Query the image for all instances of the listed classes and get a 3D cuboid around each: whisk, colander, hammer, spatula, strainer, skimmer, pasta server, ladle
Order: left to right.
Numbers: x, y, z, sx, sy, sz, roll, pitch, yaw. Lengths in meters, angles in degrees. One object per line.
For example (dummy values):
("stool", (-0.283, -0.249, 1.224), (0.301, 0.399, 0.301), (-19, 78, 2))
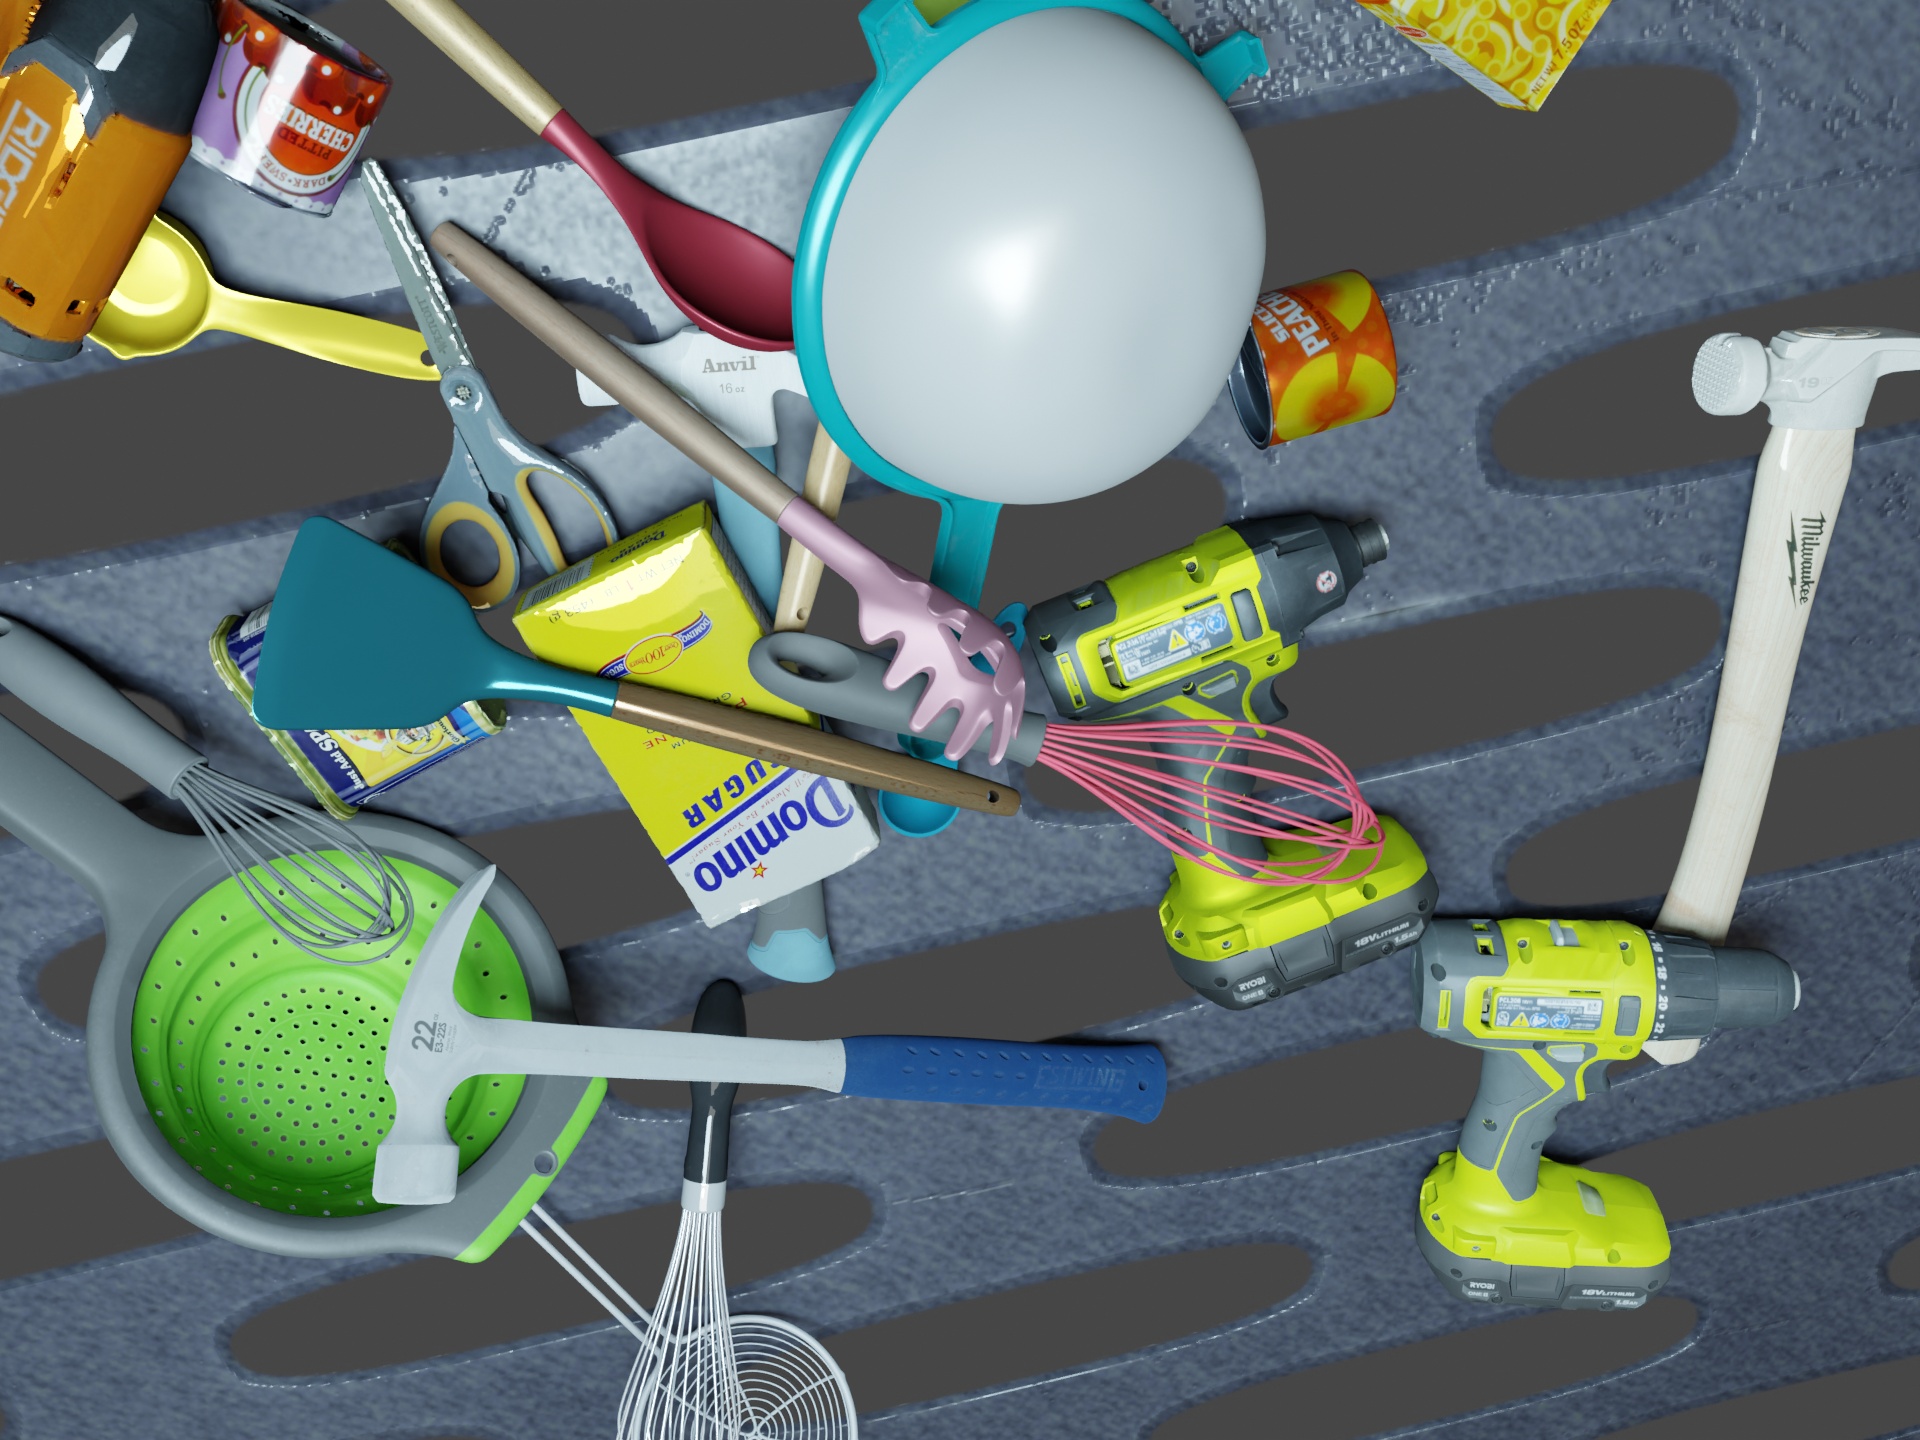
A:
("whisk", (-0.338, 0.027, 0.690), (0.239, 0.055, 0.055), (35, 107, 3))
("colander", (-0.356, 0.101, 0.731), (0.397, 0.205, 0.094), (39, 140, -6))
("ladle", (-0.180, -0.253, 0.620), (0.315, 0.069, 0.031), (41, 131, -17))
("skimmer", (-0.193, 0.309, 0.855), (0.127, 0.090, 0.363), (-42, 114, -14))
("spatula", (-0.117, -0.001, 0.658), (0.317, 0.044, 0.082), (15, 84, -18))
("whisk", (-0.136, 0.277, 0.824), (0.070, 0.070, 0.284), (5, 90, -10))
("pasta server", (-0.095, -0.098, 0.642), (0.316, 0.040, 0.060), (39, 142, 3))
("hammer", (-0.093, -0.019, 0.747), (0.128, 0.033, 0.330), (-5, 116, -5))
("hammer", (-0.069, 0.162, 0.776), (0.405, 0.035, 0.144), (10, 73, -30))
("ladle", (-0.026, -0.181, 0.639), (0.078, 0.062, 0.320), (4, 107, -40))
("strainer", (0.035, -0.110, 0.646), (0.211, 0.095, 0.340), (-12, 128, -36))
("whisk", (0.051, 0.014, 0.689), (0.295, 0.073, 0.073), (17, 112, -11))
("hammer", (0.418, 0.003, 0.829), (0.146, 0.038, 0.410), (-3, 116, -8))

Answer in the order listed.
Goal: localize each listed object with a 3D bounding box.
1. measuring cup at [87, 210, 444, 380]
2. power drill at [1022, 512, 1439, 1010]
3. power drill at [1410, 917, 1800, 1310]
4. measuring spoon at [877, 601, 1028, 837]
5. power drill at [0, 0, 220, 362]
("measuring cup", (-0.286, -0.169, 0.658), (0.156, 0.029, 0.062), (11, 115, -26))
("power drill", (0.146, 0.016, 0.775), (0.171, 0.080, 0.223), (-21, 113, 2))
("power drill", (0.344, 0.212, 0.877), (0.190, 0.080, 0.228), (1, 115, 8))
("measuring spoon", (-0.001, -0.002, 0.780), (0.042, 0.021, 0.128), (25, 100, -17))
("power drill", (-0.367, -0.255, 0.542), (0.226, 0.084, 0.164), (38, 107, -6))
